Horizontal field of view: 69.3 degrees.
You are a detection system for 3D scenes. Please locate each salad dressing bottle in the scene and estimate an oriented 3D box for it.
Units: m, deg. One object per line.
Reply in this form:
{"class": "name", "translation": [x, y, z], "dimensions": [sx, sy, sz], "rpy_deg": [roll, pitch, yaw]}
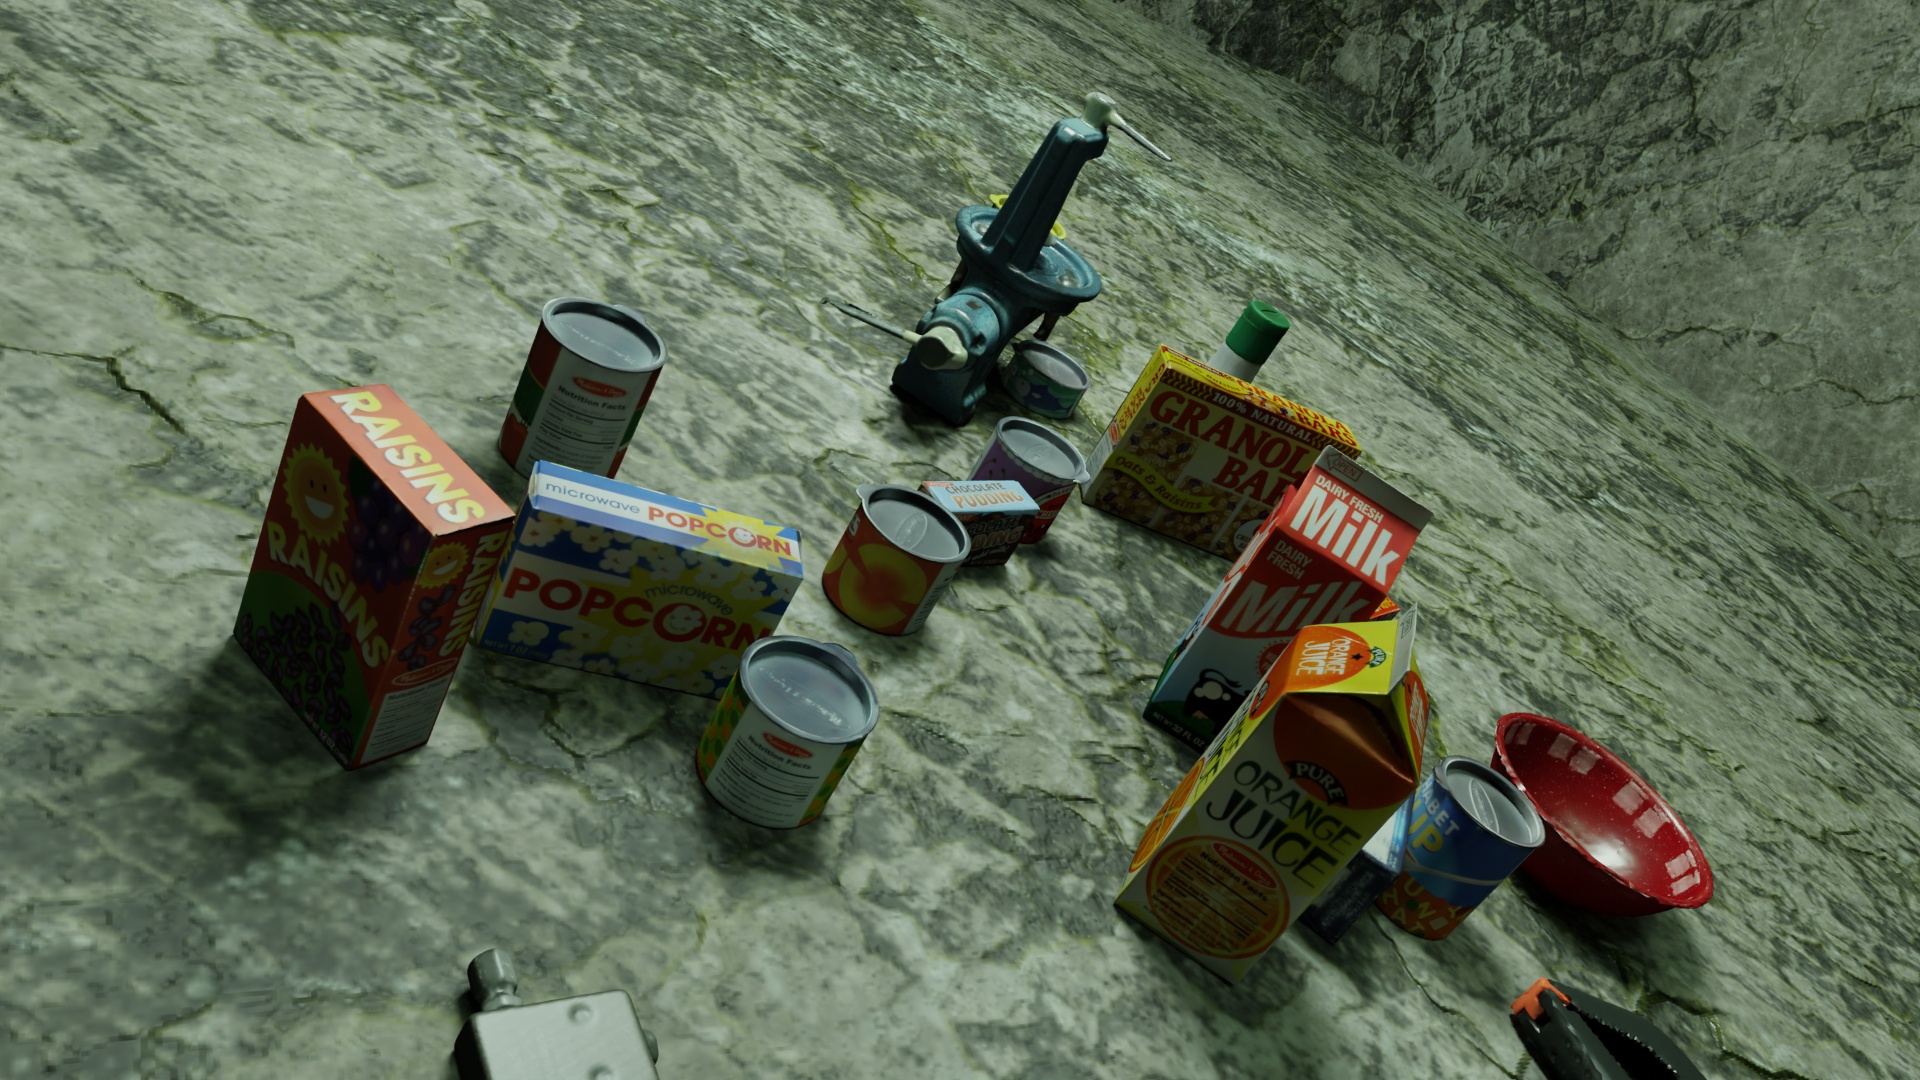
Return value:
{"class": "salad dressing bottle", "translation": [0.208, -0.122, 1.113], "dimensions": [0.064, 0.147, 0.044], "rpy_deg": [-6, 45, -47]}

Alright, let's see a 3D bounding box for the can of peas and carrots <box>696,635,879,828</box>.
{"class": "can of peas and carrots", "translation": [-0.078, 0.085, 0.626], "dimensions": [0.071, 0.058, 0.071], "rpy_deg": [23, 30, -14]}

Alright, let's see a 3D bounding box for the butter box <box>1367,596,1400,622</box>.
{"class": "butter box", "translation": [0.265, 0.065, 0.973], "dimensions": [0.104, 0.053, 0.024], "rpy_deg": [-9, 47, -49]}

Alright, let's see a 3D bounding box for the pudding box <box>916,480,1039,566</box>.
{"class": "pudding box", "translation": [0.003, -0.011, 0.855], "dimensions": [0.084, 0.049, 0.030], "rpy_deg": [-2, 42, -44]}

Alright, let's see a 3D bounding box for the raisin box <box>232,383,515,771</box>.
{"class": "raisin box", "translation": [-0.227, 0.014, 0.533], "dimensions": [0.086, 0.122, 0.040], "rpy_deg": [42, 31, 19]}

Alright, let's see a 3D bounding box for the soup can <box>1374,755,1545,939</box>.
{"class": "soup can", "translation": [0.273, 0.172, 0.784], "dimensions": [0.071, 0.083, 0.072], "rpy_deg": [23, 30, -14]}

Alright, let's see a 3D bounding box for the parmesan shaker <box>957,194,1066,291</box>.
{"class": "parmesan shaker", "translation": [0.033, -0.229, 1.164], "dimensions": [0.071, 0.102, 0.072], "rpy_deg": [23, 30, -14]}

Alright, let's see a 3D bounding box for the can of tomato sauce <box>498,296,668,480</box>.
{"class": "can of tomato sauce", "translation": [-0.201, -0.078, 0.739], "dimensions": [0.071, 0.082, 0.071], "rpy_deg": [23, 30, -14]}

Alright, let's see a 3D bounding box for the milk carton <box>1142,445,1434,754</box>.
{"class": "milk carton", "translation": [0.189, 0.038, 0.806], "dimensions": [0.072, 0.189, 0.074], "rpy_deg": [33, 29, 4]}

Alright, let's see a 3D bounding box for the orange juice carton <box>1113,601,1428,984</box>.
{"class": "orange juice carton", "translation": [0.158, 0.113, 0.659], "dimensions": [0.073, 0.191, 0.072], "rpy_deg": [34, 29, 6]}

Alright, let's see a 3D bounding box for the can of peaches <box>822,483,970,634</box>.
{"class": "can of peaches", "translation": [-0.039, 0.010, 0.778], "dimensions": [0.071, 0.057, 0.071], "rpy_deg": [23, 30, -14]}

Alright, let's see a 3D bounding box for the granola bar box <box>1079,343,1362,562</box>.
{"class": "granola bar box", "translation": [0.187, -0.057, 1.018], "dimensions": [0.165, 0.123, 0.039], "rpy_deg": [21, 30, -17]}

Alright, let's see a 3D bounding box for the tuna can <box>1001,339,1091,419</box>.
{"class": "tuna can", "translation": [0.066, -0.130, 1.113], "dimensions": [0.071, 0.032, 0.071], "rpy_deg": [23, 30, -14]}

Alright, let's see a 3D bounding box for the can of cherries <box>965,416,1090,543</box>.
{"class": "can of cherries", "translation": [0.043, -0.039, 0.925], "dimensions": [0.071, 0.058, 0.072], "rpy_deg": [23, 30, -14]}

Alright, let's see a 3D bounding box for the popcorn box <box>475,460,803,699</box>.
{"class": "popcorn box", "translation": [-0.146, 0.021, 0.635], "dimensions": [0.127, 0.084, 0.038], "rpy_deg": [16, 32, -24]}
